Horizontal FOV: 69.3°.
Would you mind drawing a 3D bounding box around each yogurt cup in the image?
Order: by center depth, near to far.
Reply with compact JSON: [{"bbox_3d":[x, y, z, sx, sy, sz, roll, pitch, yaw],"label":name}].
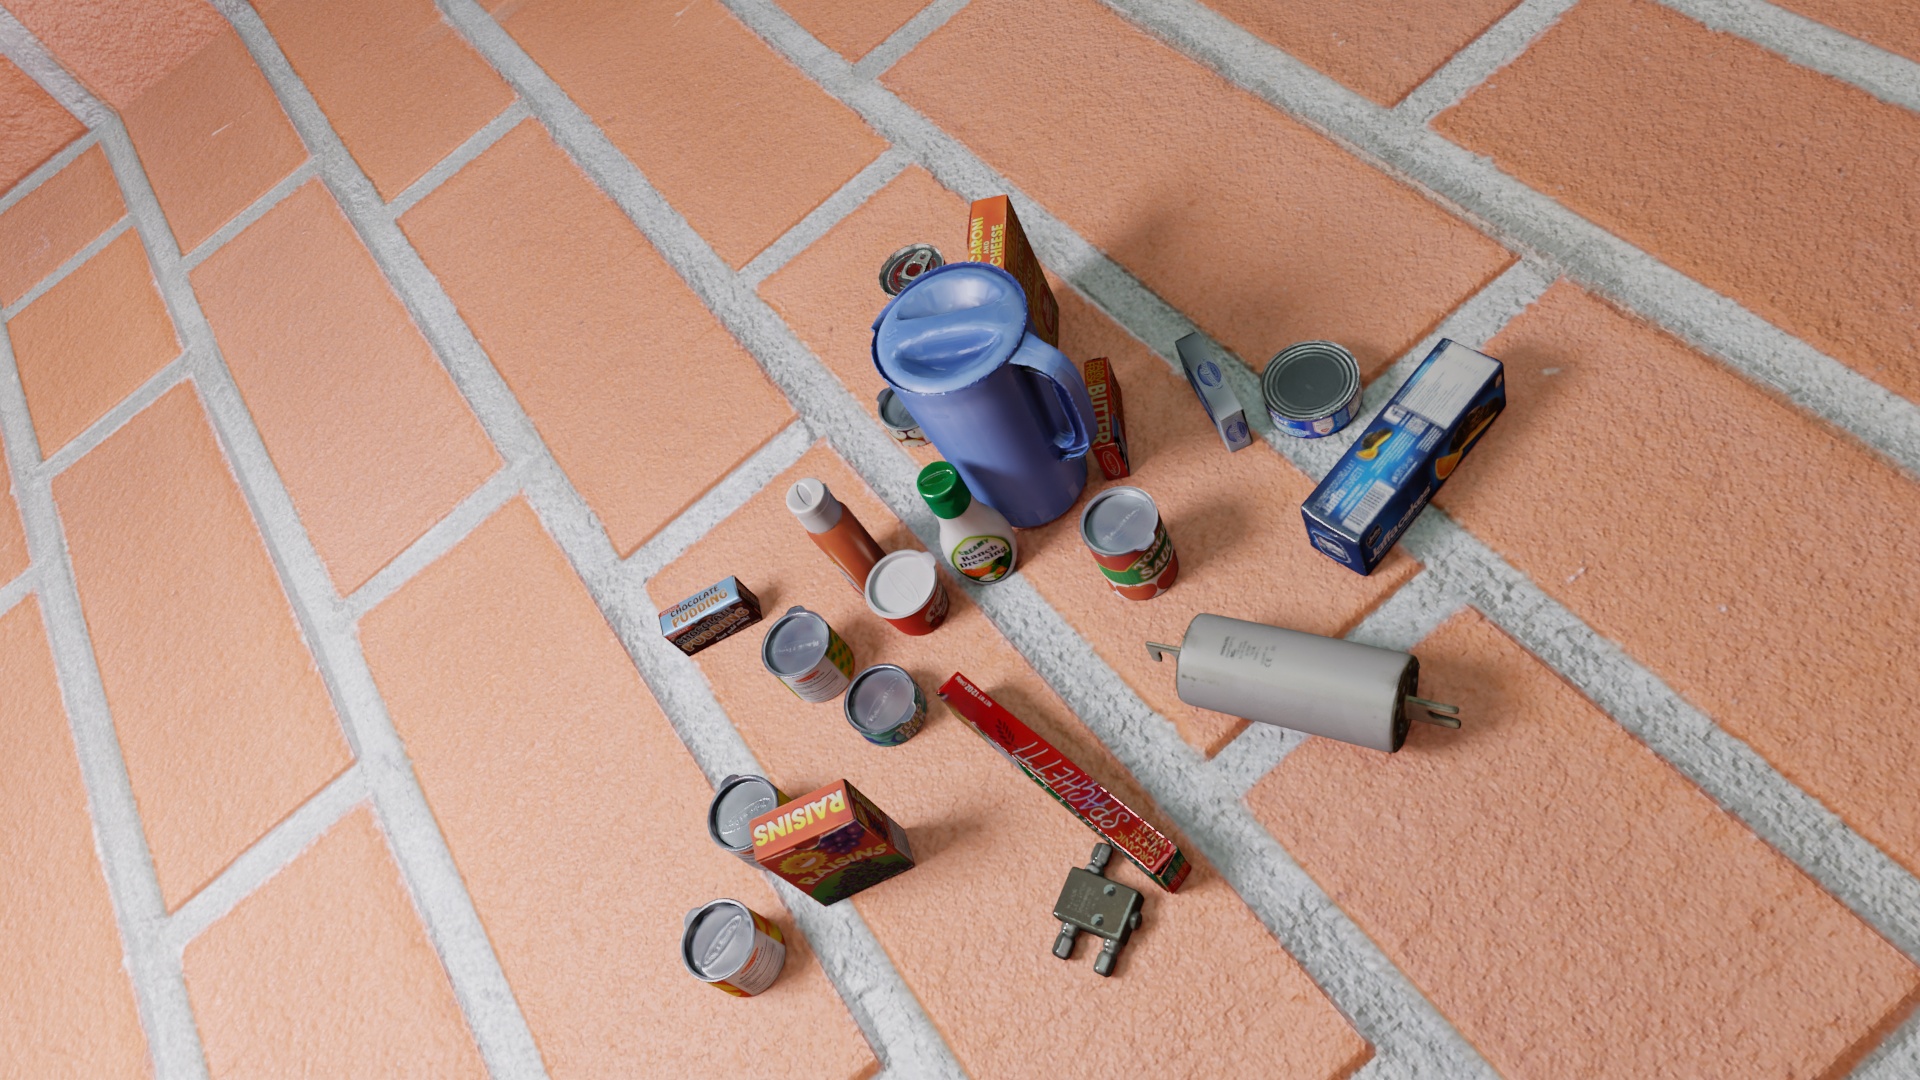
[{"bbox_3d":[-0.044,0.050,1.237,0.072,0.053,0.073,-11,56,17],"label":"yogurt cup"}]

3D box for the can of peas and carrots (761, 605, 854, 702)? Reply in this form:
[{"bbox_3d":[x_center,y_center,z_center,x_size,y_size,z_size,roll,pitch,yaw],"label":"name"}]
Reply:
[{"bbox_3d":[-0.136,0.102,1.240,0.071,0.058,0.071,-11,56,17],"label":"can of peas and carrots"}]

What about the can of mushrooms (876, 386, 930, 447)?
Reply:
[{"bbox_3d":[-0.047,-0.127,1.362,0.071,0.033,0.071,-11,56,17],"label":"can of mushrooms"}]

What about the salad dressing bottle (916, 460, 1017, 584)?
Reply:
[{"bbox_3d":[0.004,-0.015,1.199,0.064,0.147,0.044,-21,54,10],"label":"salad dressing bottle"}]

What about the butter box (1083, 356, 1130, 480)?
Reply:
[{"bbox_3d":[0.133,-0.111,1.264,0.024,0.053,0.104,-12,56,16],"label":"butter box"}]

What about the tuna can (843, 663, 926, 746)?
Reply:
[{"bbox_3d":[-0.062,0.143,1.199,0.071,0.032,0.071,-11,56,17],"label":"tuna can"}]

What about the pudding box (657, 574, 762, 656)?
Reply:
[{"bbox_3d":[-0.235,0.071,1.307,0.083,0.049,0.030,-27,53,6],"label":"pudding box"}]

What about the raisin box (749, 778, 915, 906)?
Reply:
[{"bbox_3d":[-0.100,0.241,1.097,0.086,0.123,0.040,-25,54,7],"label":"raisin box"}]

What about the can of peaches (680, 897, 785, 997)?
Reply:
[{"bbox_3d":[-0.184,0.327,1.119,0.071,0.058,0.071,-11,56,17],"label":"can of peaches"}]

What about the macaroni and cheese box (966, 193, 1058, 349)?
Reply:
[{"bbox_3d":[0.049,-0.219,1.296,0.040,0.166,0.124,-8,57,19],"label":"macaroni and cheese box"}]

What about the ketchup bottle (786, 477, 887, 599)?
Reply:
[{"bbox_3d":[-0.106,-0.004,1.237,0.043,0.148,0.065,-36,53,-1],"label":"ketchup bottle"}]

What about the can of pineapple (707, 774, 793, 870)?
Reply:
[{"bbox_3d":[-0.171,0.237,1.171,0.071,0.057,0.071,-11,56,17],"label":"can of pineapple"}]

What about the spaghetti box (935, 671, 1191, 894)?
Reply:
[{"bbox_3d":[0.078,0.188,1.101,0.029,0.050,0.250,-48,54,-10],"label":"spaghetti box"}]

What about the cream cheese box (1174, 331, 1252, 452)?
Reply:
[{"bbox_3d":[0.226,-0.132,1.238,0.024,0.053,0.104,-26,53,6],"label":"cream cheese box"}]

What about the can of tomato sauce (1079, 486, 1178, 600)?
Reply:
[{"bbox_3d":[0.145,0.004,1.168,0.071,0.083,0.071,-11,57,17],"label":"can of tomato sauce"}]
